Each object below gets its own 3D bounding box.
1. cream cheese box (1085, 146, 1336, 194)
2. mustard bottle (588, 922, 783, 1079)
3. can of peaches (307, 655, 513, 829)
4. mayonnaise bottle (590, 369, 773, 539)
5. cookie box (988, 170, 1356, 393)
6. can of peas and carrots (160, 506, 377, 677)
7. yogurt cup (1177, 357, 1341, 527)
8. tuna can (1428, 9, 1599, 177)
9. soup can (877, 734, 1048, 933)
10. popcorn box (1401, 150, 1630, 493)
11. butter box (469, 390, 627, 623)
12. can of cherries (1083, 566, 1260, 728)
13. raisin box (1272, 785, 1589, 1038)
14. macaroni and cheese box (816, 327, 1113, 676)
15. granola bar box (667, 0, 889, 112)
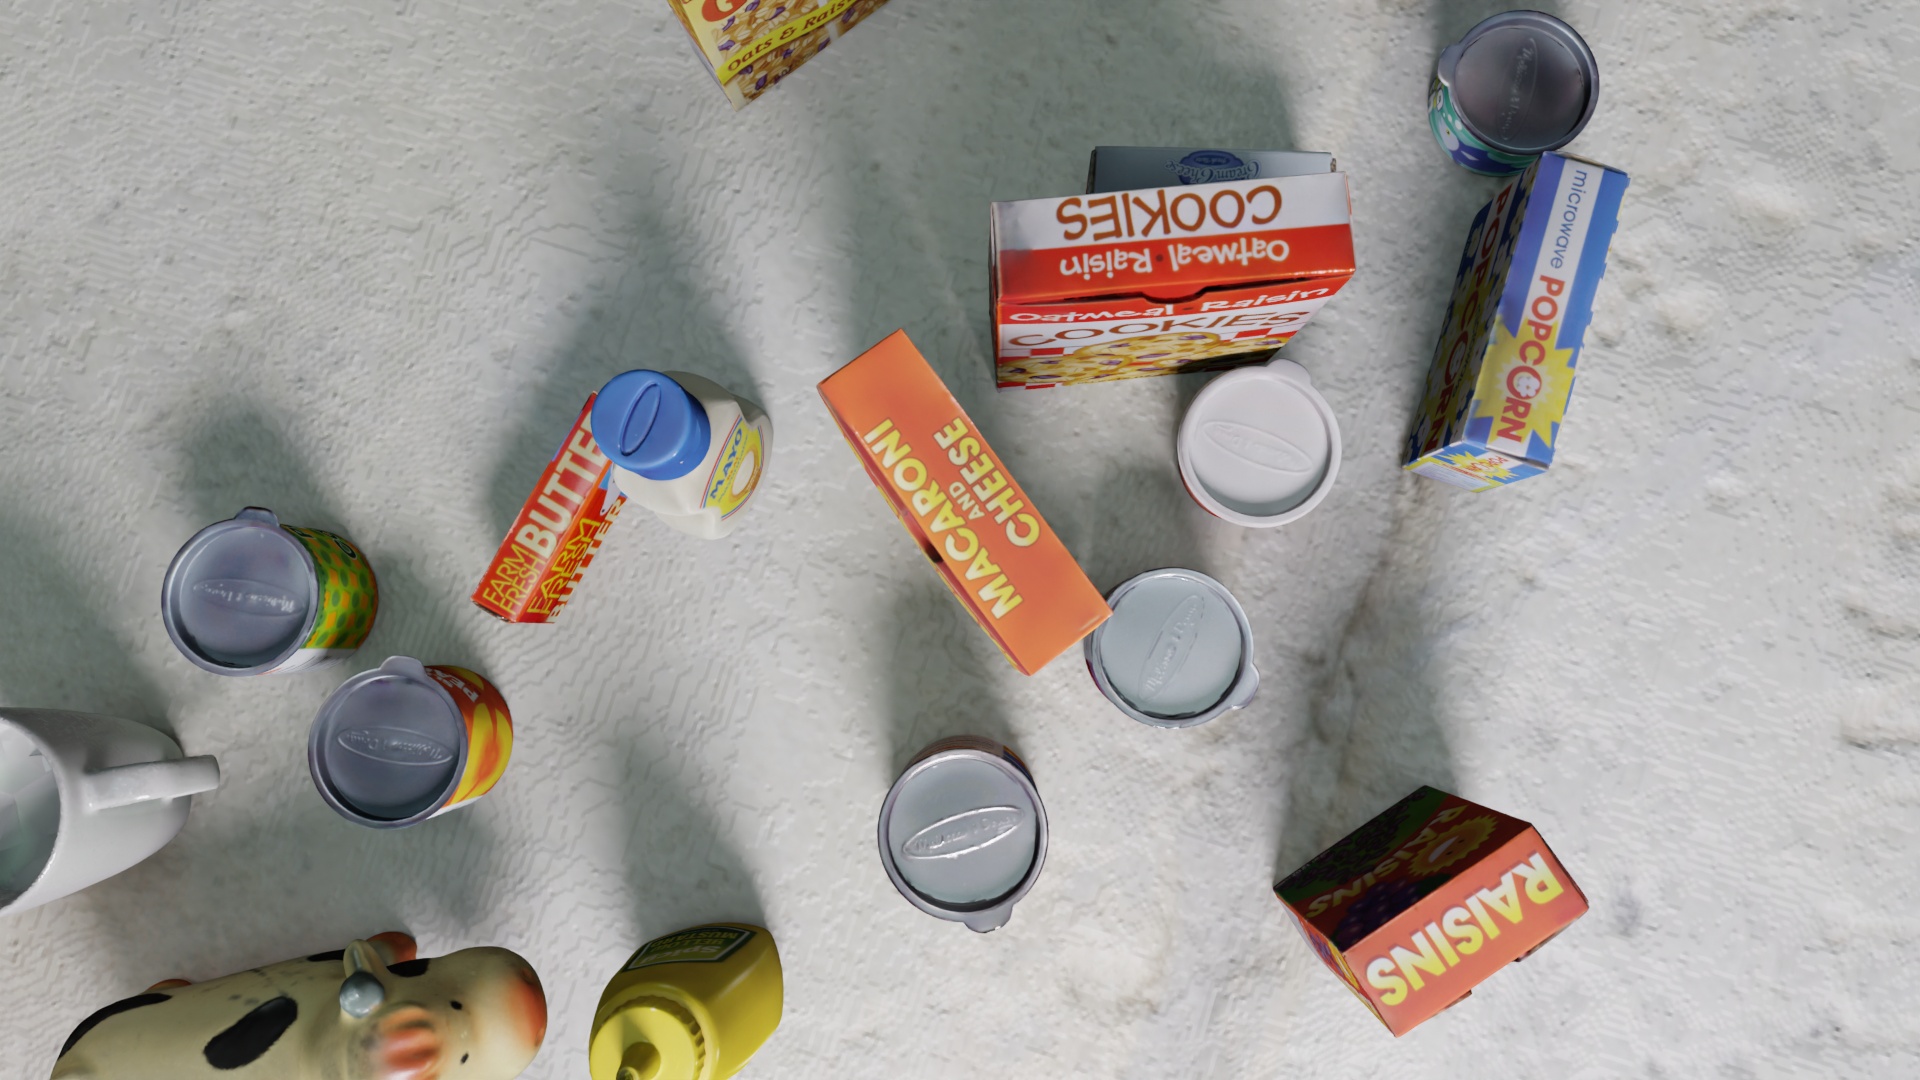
[{"bbox_3d":[0.107,-0.152,0.610,0.104,0.053,0.024,2,86,1],"label":"cream cheese box"},{"bbox_3d":[-0.108,0.184,0.533,0.065,0.160,0.049,-7,86,1],"label":"mustard bottle"},{"bbox_3d":[-0.232,0.084,0.595,0.071,0.058,0.071,0,86,1],"label":"can of peaches"},{"bbox_3d":[-0.110,-0.037,0.557,0.041,0.148,0.065,22,87,3],"label":"mayonnaise bottle"},{"bbox_3d":[0.073,-0.095,0.549,0.123,0.167,0.040,-5,86,1],"label":"cookie box"},{"bbox_3d":[-0.296,0.023,0.601,0.071,0.058,0.071,0,86,1],"label":"can of peas and carrots"},{"bbox_3d":[0.125,-0.038,0.600,0.072,0.054,0.072,0,86,1],"label":"yogurt cup"},{"bbox_3d":[0.244,-0.200,0.622,0.071,0.033,0.071,0,85,1],"label":"tuna can"},{"bbox_3d":[0.002,0.119,0.575,0.071,0.083,0.071,0,86,1],"label":"soup can"},{"bbox_3d":[0.232,-0.089,0.587,0.038,0.085,0.126,17,86,2],"label":"popcorn box"},{"bbox_3d":[-0.169,-0.012,0.604,0.024,0.053,0.103,29,87,3],"label":"butter box"},{"bbox_3d":[0.089,0.047,0.592,0.071,0.058,0.071,0,86,1],"label":"can of cherries"},{"bbox_3d":[0.180,0.142,0.550,0.086,0.123,0.040,-33,86,-1],"label":"raisin box"},{"bbox_3d":[0.002,-0.007,0.543,0.040,0.166,0.124,-36,86,-1],"label":"macaroni and cheese box"},{"bbox_3d":[-0.050,-0.266,0.587,0.165,0.124,0.039,-37,86,-2],"label":"granola bar box"}]
